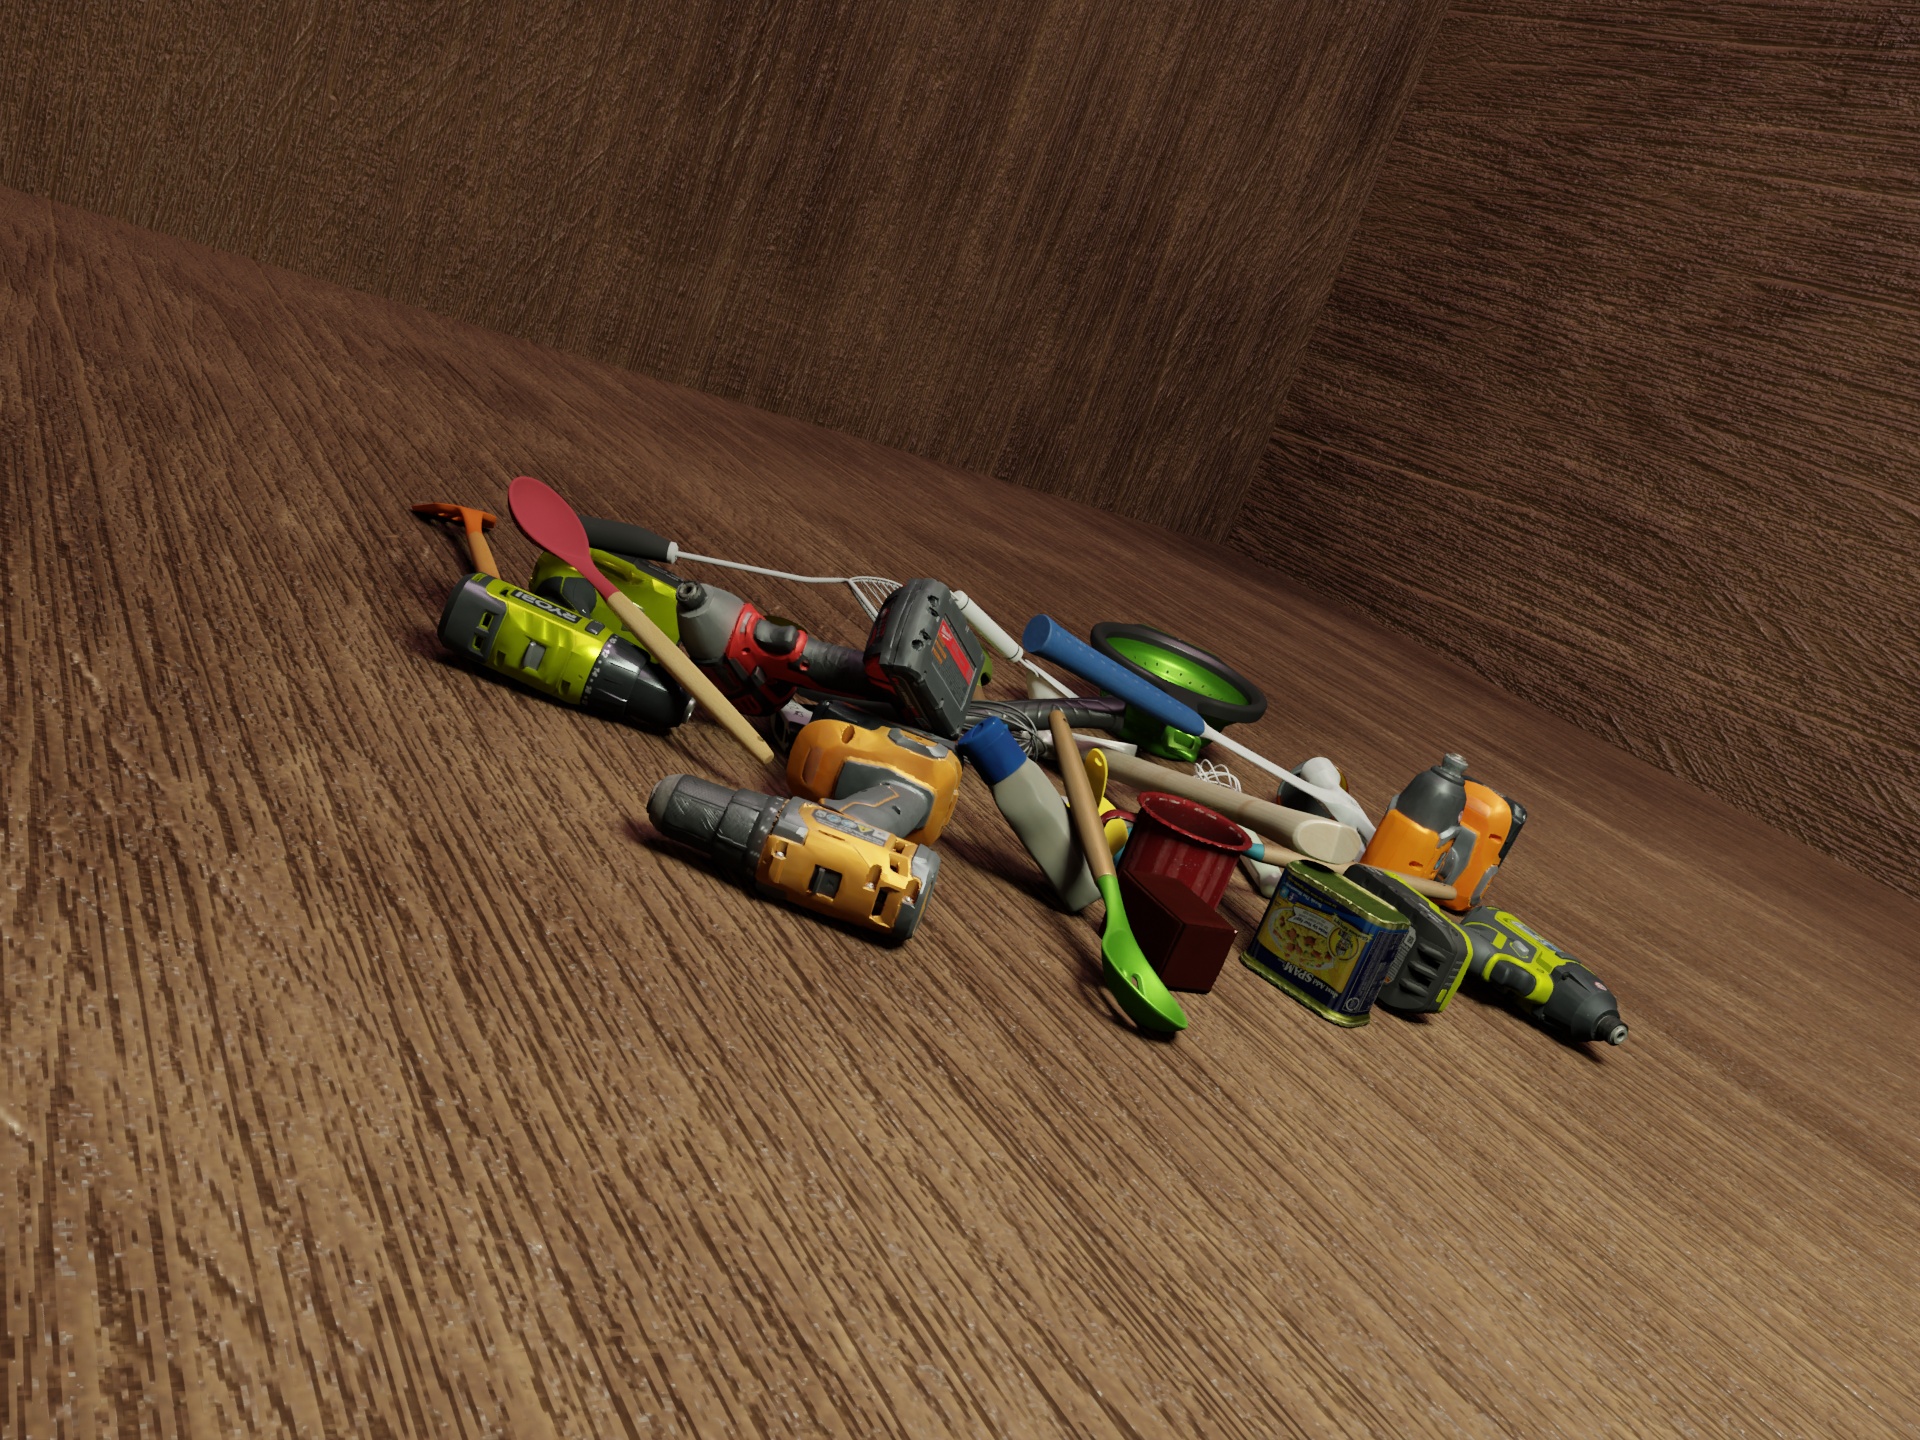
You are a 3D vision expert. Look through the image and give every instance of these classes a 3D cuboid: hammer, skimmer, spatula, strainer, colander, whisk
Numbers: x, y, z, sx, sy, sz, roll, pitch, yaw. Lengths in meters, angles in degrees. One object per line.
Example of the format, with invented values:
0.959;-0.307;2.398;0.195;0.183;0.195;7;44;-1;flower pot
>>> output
0.196;0.059;1.356;0.146;0.038;0.411;13;4;-30;hammer
-0.179;-0.094;1.284;0.363;0.090;0.127;12;1;-5;skimmer
0.268;0.124;1.323;0.317;0.044;0.082;12;16;-14;spatula
0.057;-0.064;1.637;0.258;0.050;0.087;41;2;-40;strainer
0.222;0.012;1.421;0.405;0.035;0.144;27;22;-29;hammer
0.209;0.002;1.639;0.204;0.094;0.397;23;18;0;colander
0.251;0.099;1.457;0.059;0.057;0.246;-15;22;-1;whisk
-0.436;-0.146;1.432;0.081;0.041;0.323;12;21;-29;spatula
-0.002;-0.004;1.354;0.334;0.035;0.146;-3;24;-28;hammer
-0.041;-0.007;1.243;0.239;0.055;0.055;16;11;27;whisk

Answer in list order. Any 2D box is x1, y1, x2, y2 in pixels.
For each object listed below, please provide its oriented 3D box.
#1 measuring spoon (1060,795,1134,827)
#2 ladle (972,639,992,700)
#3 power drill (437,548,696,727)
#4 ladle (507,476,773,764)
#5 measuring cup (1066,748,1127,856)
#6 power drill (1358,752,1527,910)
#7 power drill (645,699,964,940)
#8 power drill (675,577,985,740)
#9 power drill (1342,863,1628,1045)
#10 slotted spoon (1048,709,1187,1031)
0.121;0.079;1.385;0.124;0.018;0.034;9;18;-40;measuring spoon
0.010;-0.008;1.527;0.078;0.062;0.320;27;19;-17;ladle
-0.285;-0.070;1.257;0.190;0.080;0.229;24;16;-5;power drill
-0.241;-0.075;1.184;0.316;0.031;0.069;44;23;21;ladle
0.109;0.058;1.232;0.029;0.156;0.062;-37;66;-20;measuring cup
0.440;0.104;1.451;0.084;0.164;0.226;33;17;30;power drill
-0.095;0.057;1.065;0.185;0.084;0.226;20;19;2;power drill
-0.105;-0.053;1.184;0.220;0.079;0.143;5;-30;25;power drill
0.411;0.193;1.266;0.223;0.080;0.171;16;14;-29;power drill
0.097;0.095;1.102;0.070;0.031;0.314;37;25;-33;slotted spoon
